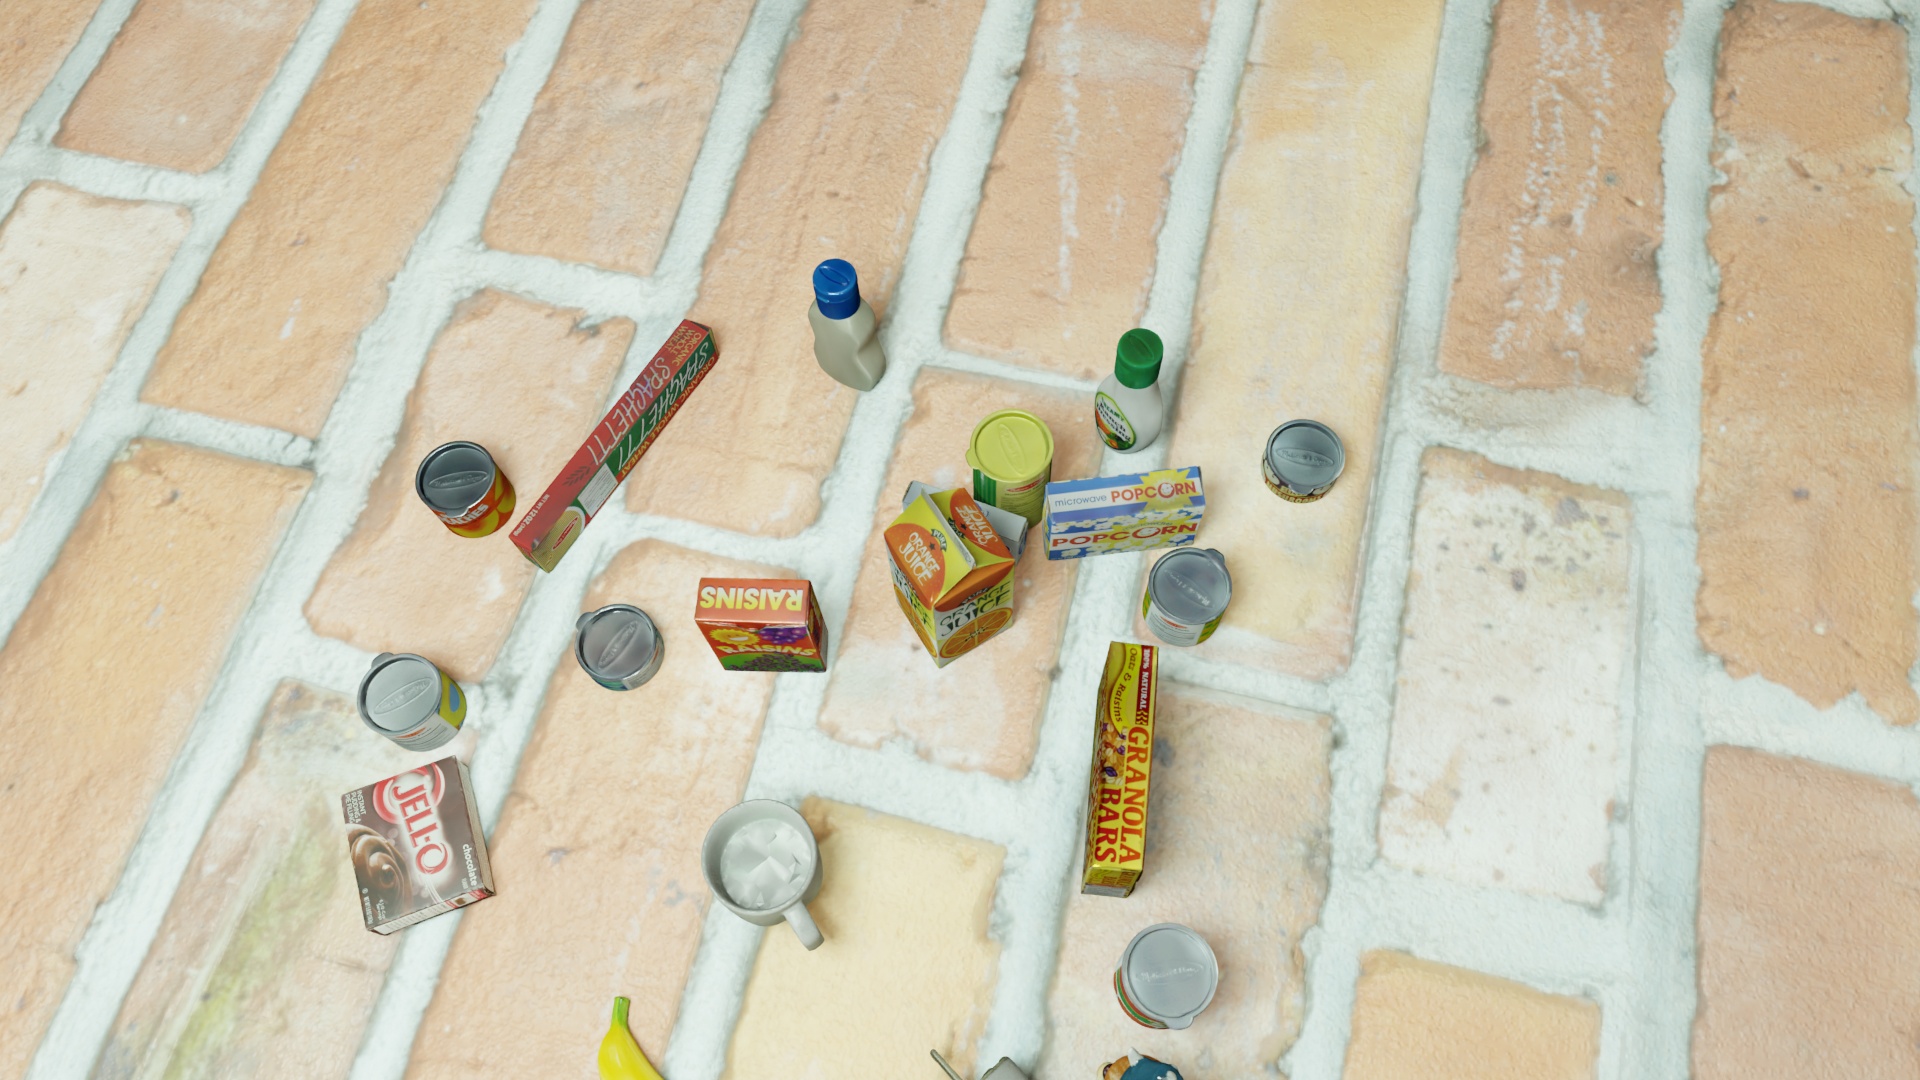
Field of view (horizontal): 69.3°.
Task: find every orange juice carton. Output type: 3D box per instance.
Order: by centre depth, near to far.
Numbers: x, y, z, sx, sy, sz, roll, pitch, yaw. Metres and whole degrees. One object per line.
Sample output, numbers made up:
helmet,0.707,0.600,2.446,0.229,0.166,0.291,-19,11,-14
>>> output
orange juice carton,-0.007,0.024,1.061,0.073,0.192,0.072,-30,70,-11

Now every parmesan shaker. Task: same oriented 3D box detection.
parmesan shaker,0.039,-0.055,1.143,0.071,0.102,0.071,0,67,1

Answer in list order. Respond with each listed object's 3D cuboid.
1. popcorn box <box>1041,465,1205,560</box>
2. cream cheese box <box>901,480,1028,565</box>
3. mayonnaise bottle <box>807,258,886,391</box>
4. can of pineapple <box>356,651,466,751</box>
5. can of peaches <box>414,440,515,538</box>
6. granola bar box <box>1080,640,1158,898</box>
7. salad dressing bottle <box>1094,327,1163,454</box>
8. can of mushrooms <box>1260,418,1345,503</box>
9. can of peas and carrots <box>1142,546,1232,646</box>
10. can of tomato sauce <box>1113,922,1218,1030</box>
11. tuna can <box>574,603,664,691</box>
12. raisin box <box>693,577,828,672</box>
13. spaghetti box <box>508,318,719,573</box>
popcorn box,0.131,-0.021,1.136,0.127,0.085,0.038,-7,67,-2
cream cheese box,0.004,-0.014,1.153,0.104,0.053,0.024,19,69,9
mayonnaise bottle,-0.099,-0.183,1.176,0.065,0.147,0.041,29,71,13
can of pineapple,-0.433,0.127,1.098,0.071,0.057,0.071,0,67,1
can of peaches,-0.416,-0.040,1.169,0.071,0.058,0.071,0,67,1
granola bar box,0.118,0.172,1.032,0.039,0.123,0.166,6,67,4
salad dressing bottle,0.142,-0.123,1.146,0.044,0.147,0.064,-34,71,-12
can of mushrooms,0.290,-0.065,1.180,0.071,0.033,0.071,0,67,1
can of peas and carrots,0.183,0.044,1.121,0.071,0.058,0.071,0,67,1
can of tomato sauce,0.146,0.314,0.992,0.071,0.082,0.071,0,67,1
tuna can,-0.278,0.086,1.126,0.071,0.032,0.071,0,67,1
raisin box,-0.153,0.068,1.082,0.086,0.123,0.040,2,67,2
spaghetti box,-0.292,-0.084,1.190,0.029,0.050,0.251,29,70,13
